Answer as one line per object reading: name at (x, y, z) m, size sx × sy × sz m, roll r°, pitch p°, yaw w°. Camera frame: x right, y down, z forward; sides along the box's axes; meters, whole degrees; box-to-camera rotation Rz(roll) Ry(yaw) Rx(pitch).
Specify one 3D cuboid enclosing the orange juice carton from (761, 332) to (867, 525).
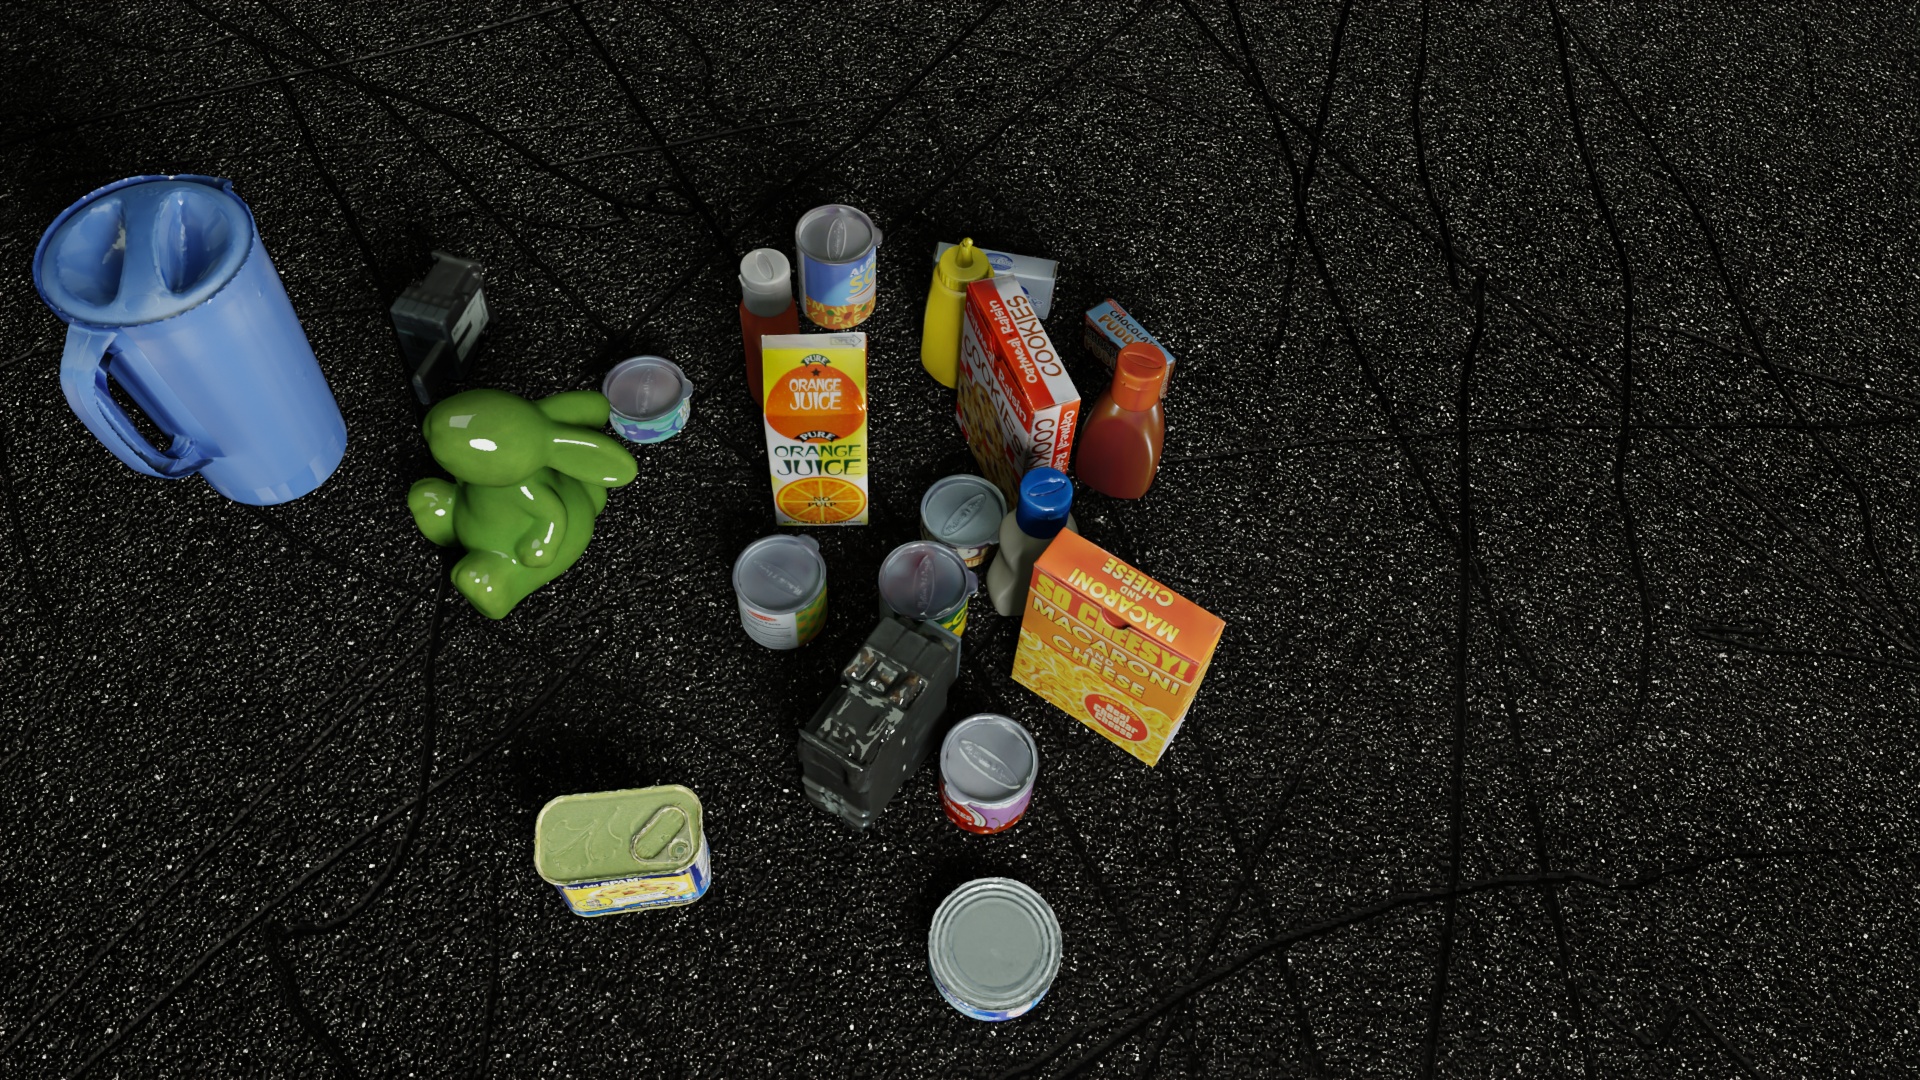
orange juice carton at (-0.104, -0.090, 1.014) m, size 0.072 × 0.191 × 0.073 m, roll -1°, pitch 59°, yaw -4°

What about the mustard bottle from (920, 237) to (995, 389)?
mustard bottle at (0.001, -0.188, 1.100) m, size 0.049 × 0.159 × 0.065 m, roll 32°, pitch 62°, yaw 15°

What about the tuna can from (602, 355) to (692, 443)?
tuna can at (-0.249, -0.113, 1.113) m, size 0.071 × 0.032 × 0.071 m, roll 2°, pitch 59°, yaw -2°

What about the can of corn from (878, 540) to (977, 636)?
can of corn at (-0.024, 0.043, 1.016) m, size 0.071 × 0.058 × 0.071 m, roll 2°, pitch 59°, yaw -2°

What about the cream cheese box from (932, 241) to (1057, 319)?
cream cheese box at (0.028, -0.221, 1.184) m, size 0.104 × 0.053 × 0.024 m, roll 10°, pitch 59°, yaw 3°

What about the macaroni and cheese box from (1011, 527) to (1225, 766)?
macaroni and cheese box at (0.101, 0.077, 0.941) m, size 0.124 × 0.165 × 0.040 m, roll 31°, pitch 62°, yaw 15°

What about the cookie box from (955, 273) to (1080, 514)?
cookie box at (0.039, -0.099, 1.043) m, size 0.040 × 0.166 × 0.123 m, roll -18°, pitch 61°, yaw -13°

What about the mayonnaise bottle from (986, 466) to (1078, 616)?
mayonnaise bottle at (0.055, 0.002, 0.994) m, size 0.065 × 0.147 × 0.041 m, roll -16°, pitch 61°, yaw -12°

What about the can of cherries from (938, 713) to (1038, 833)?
can of cherries at (0.016, 0.161, 0.947) m, size 0.071 × 0.058 × 0.072 m, roll 2°, pitch 59°, yaw -2°

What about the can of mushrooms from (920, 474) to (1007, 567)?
can of mushrooms at (0.004, -0.013, 1.067) m, size 0.071 × 0.033 × 0.071 m, roll 2°, pitch 59°, yaw -2°

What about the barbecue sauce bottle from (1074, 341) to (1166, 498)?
barbecue sauce bottle at (0.126, -0.090, 1.055) m, size 0.065 × 0.147 × 0.044 m, roll 21°, pitch 60°, yaw 9°

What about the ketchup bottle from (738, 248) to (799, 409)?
ketchup bottle at (-0.148, -0.164, 1.083) m, size 0.043 × 0.148 × 0.065 m, roll -19°, pitch 62°, yaw -14°

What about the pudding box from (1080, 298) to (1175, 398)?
pudding box at (0.138, -0.155, 1.153) m, size 0.030 × 0.049 × 0.084 m, roll -32°, pitch 65°, yaw -20°

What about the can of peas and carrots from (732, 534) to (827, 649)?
can of peas and carrots at (-0.129, 0.036, 1.014) m, size 0.071 × 0.058 × 0.071 m, roll 2°, pitch 59°, yaw -2°

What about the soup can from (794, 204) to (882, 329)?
soup can at (-0.101, -0.228, 1.163) m, size 0.071 × 0.083 × 0.071 m, roll 2°, pitch 59°, yaw -2°
